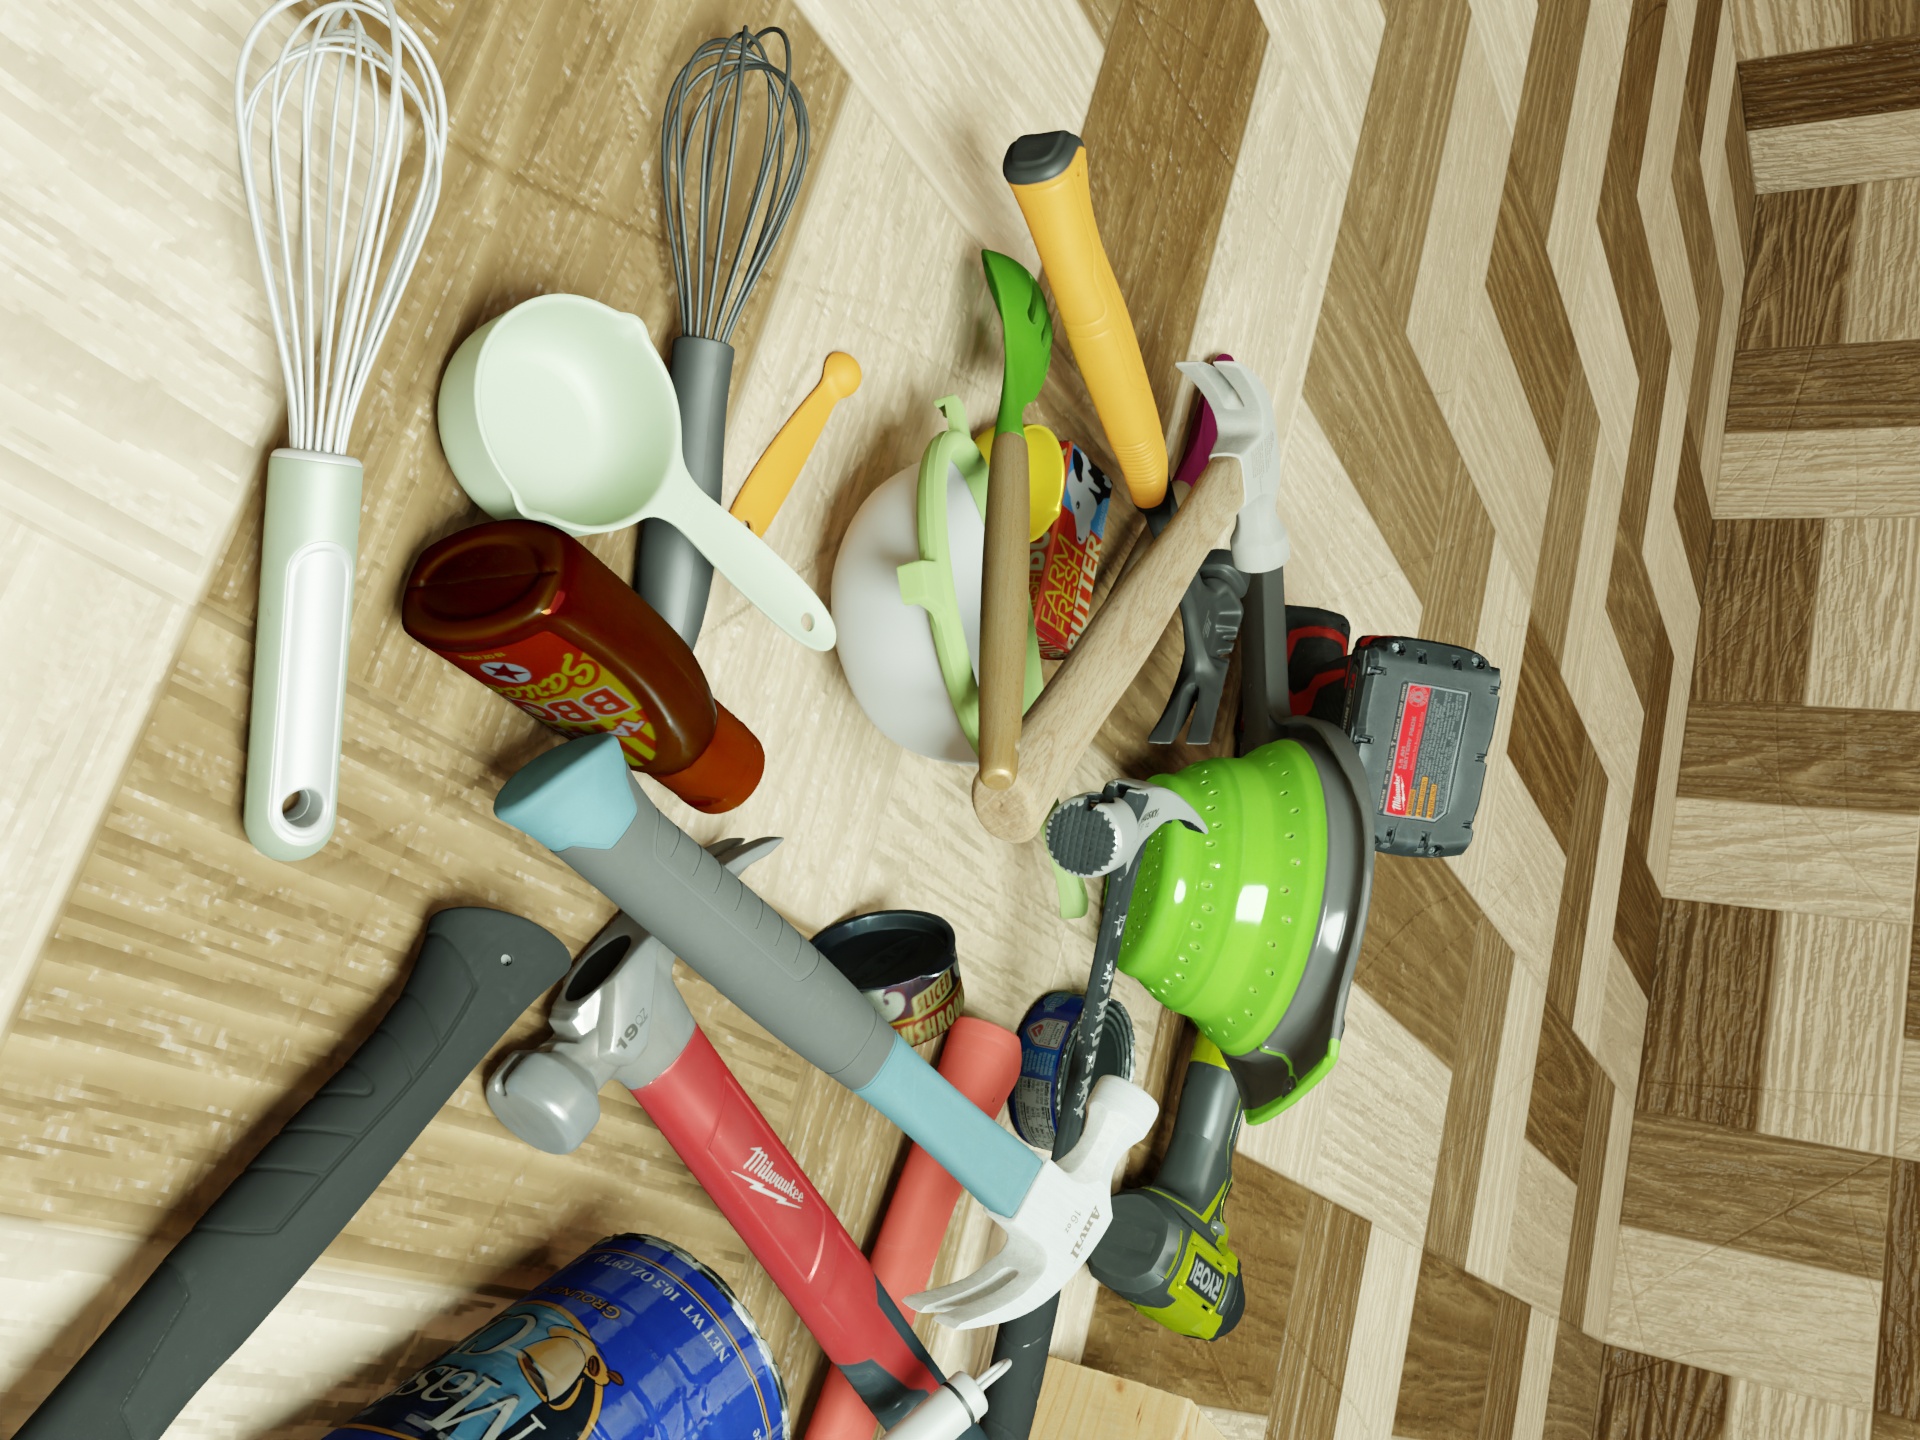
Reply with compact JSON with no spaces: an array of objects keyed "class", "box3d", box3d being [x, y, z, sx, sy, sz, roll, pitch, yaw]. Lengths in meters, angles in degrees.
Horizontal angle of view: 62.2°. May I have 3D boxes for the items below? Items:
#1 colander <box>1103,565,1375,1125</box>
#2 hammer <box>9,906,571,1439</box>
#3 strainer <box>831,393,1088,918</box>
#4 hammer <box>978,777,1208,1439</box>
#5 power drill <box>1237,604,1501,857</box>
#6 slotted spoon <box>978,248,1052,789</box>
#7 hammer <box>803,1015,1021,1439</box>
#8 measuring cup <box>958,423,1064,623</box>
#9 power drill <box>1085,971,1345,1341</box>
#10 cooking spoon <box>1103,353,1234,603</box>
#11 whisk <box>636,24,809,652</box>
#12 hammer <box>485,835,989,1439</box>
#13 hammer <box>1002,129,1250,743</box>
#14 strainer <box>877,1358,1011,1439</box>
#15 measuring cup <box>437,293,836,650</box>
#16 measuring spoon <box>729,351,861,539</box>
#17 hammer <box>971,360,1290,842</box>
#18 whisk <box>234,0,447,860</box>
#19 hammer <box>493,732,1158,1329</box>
[{"class":"colander","box3d":[0.143,0.023,0.913,0.204,0.094,0.397,116,-17,-54]},{"class":"hammer","box3d":[-0.207,0.172,0.411,0.146,0.035,0.335,49,44,-14]},{"class":"strainer","box3d":[-0.001,-0.002,0.704,0.152,0.069,0.256,-82,158,-51]},{"class":"hammer","box3d":[0.047,0.223,0.769,0.149,0.036,0.409,-11,114,-64]},{"class":"power drill","box3d":[0.224,0.027,0.961,0.227,0.080,0.188,-148,-113,-78]},{"class":"slotted spoon","box3d":[0.021,-0.096,0.664,0.070,0.031,0.314,67,20,-46]},{"class":"hammer","box3d":[-0.053,0.296,0.691,0.149,0.037,0.359,51,53,-46]},{"class":"measuring cup","box3d":[0.004,-0.071,0.758,0.062,0.029,0.156,35,76,-53]},{"class":"power drill","box3d":[0.161,0.262,0.982,0.171,0.080,0.223,50,57,-47]},{"class":"cooking spoon","box3d":[0.117,-0.117,0.902,0.319,0.017,0.068,-60,140,-44]},{"class":"whisk","box3d":[-0.091,-0.135,0.580,0.055,0.055,0.239,7,91,-57]},{"class":"hammer","box3d":[-0.037,0.229,0.650,0.143,0.038,0.386,-52,125,-40]},{"class":"hammer","box3d":[0.084,-0.130,0.772,0.336,0.034,0.127,61,40,-47]},{"class":"strainer","box3d":[-0.076,0.315,0.573,0.258,0.050,0.086,-31,165,-28]},{"class":"measuring cup","box3d":[-0.106,-0.073,0.545,0.167,0.038,0.083,43,58,-38]},{"class":"measuring spoon","box3d":[-0.067,-0.109,0.649,0.021,0.011,0.117,58,47,-42]},{"class":"hammer","box3d":[0.085,-0.059,0.709,0.331,0.031,0.130,-52,137,-47]},{"class":"whisk","box3d":[-0.180,-0.081,0.449,0.057,0.059,0.246,2,97,-45]},{"class":"hammer","box3d":[-0.041,0.116,0.590,0.330,0.033,0.128,48,63,-33]}]
